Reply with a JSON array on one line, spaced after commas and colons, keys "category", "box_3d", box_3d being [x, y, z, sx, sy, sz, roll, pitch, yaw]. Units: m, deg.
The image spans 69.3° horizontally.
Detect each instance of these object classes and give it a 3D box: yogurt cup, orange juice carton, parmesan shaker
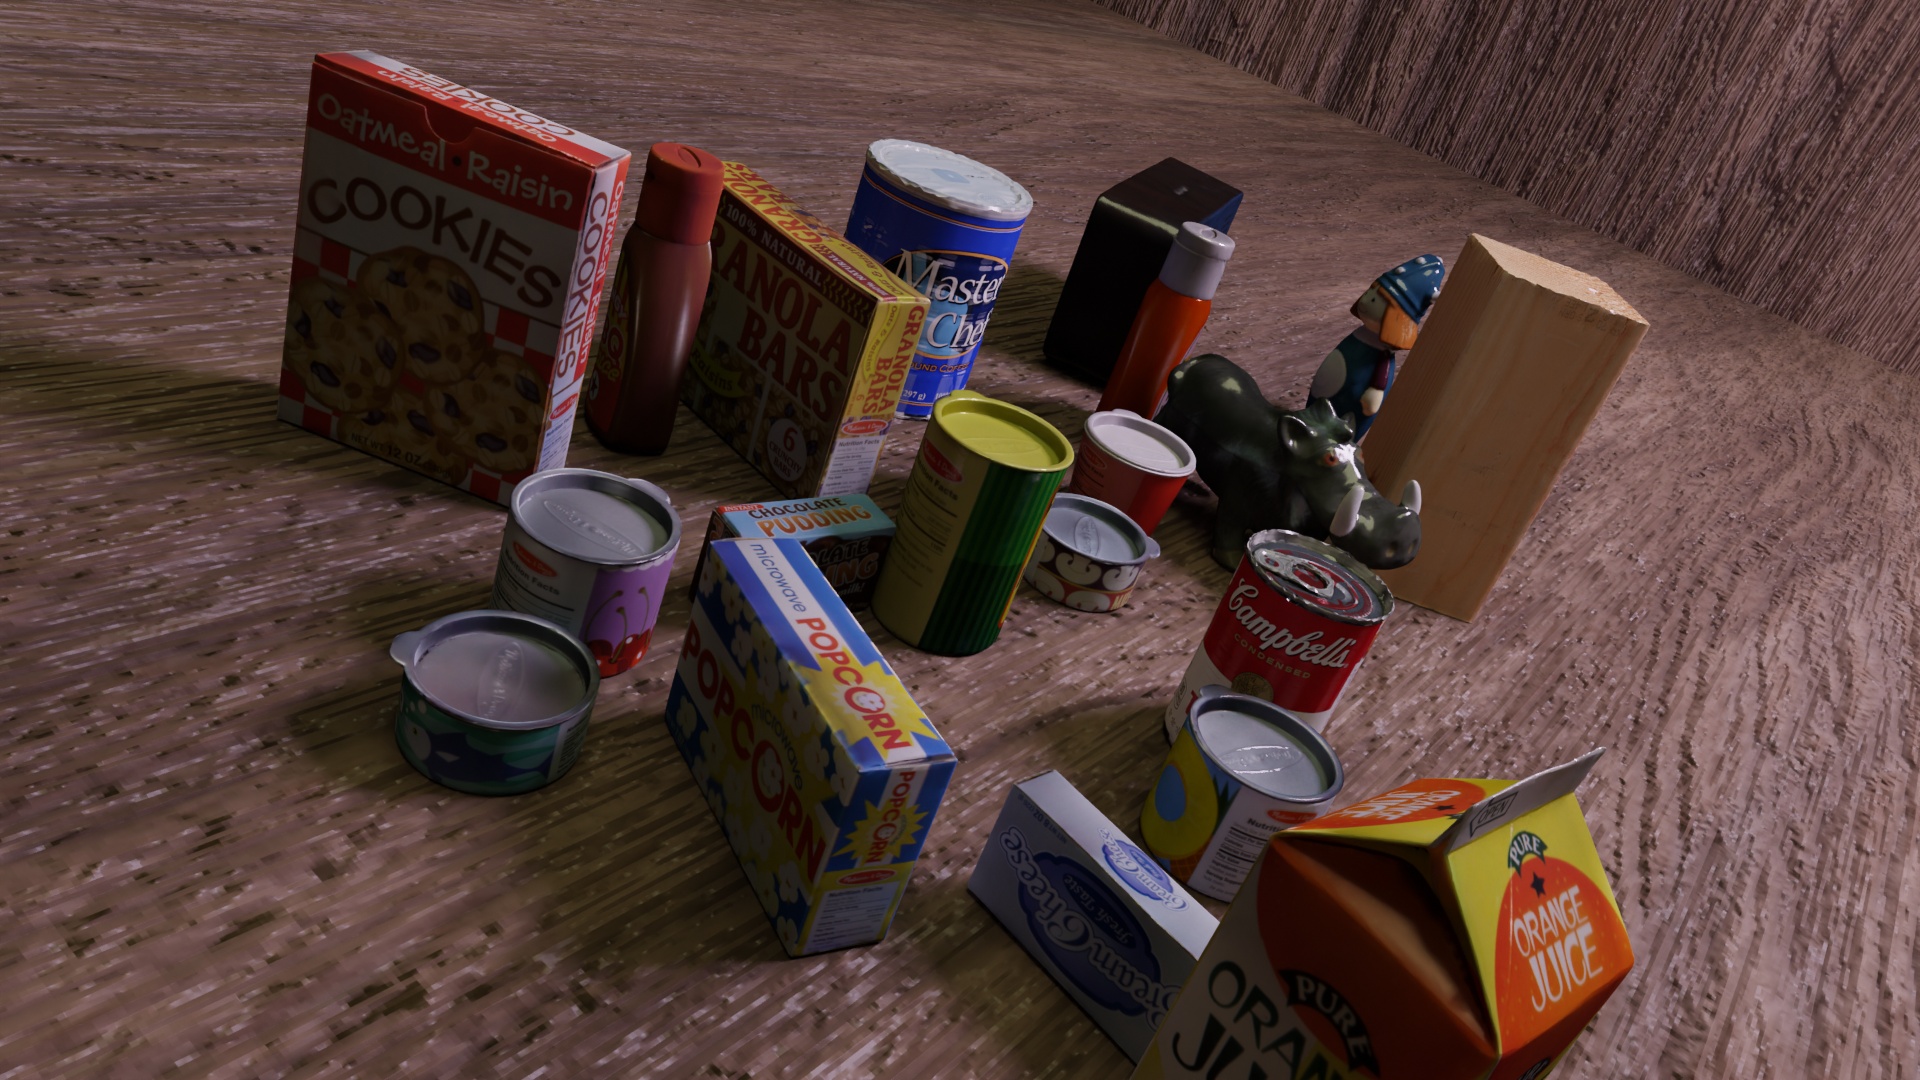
[{"category": "yogurt cup", "box_3d": [0.095, -0.036, 0.806, 0.072, 0.053, 0.073, 16, 28, -9]}, {"category": "orange juice carton", "box_3d": [0.106, 0.133, 0.368, 0.072, 0.191, 0.073, -6, 38, -41]}, {"category": "parmesan shaker", "box_3d": [0.002, -0.008, 0.642, 0.071, 0.102, 0.071, 16, 28, -9]}]

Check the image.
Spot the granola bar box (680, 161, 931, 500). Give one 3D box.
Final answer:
[{"category": "granola bar box", "box_3d": [-0.098, -0.109, 0.730, 0.039, 0.123, 0.166, -10, 41, -45]}]

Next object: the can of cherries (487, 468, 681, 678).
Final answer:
[{"category": "can of cherries", "box_3d": [-0.148, 0.012, 0.553, 0.071, 0.058, 0.072, 16, 28, -9]}]

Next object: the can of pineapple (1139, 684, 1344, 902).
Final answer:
[{"category": "can of pineapple", "box_3d": [0.113, 0.103, 0.568, 0.071, 0.057, 0.071, 16, 28, -9]}]

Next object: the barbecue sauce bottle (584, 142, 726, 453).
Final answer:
[{"category": "barbecue sauce bottle", "box_3d": [-0.151, -0.120, 0.690, 0.044, 0.147, 0.065, 4, 32, -29]}]

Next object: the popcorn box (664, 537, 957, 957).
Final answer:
[{"category": "popcorn box", "box_3d": [-0.058, 0.068, 0.487, 0.038, 0.084, 0.127, -1, 35, -36]}]

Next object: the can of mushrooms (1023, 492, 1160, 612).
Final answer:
[{"category": "can of mushrooms", "box_3d": [0.067, 0.007, 0.733, 0.071, 0.033, 0.071, 16, 28, -9]}]

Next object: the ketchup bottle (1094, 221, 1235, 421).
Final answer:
[{"category": "ketchup bottle", "box_3d": [0.130, -0.130, 0.894, 0.043, 0.148, 0.065, 24, 28, 7]}]

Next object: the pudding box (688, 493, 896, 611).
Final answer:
[{"category": "pudding box", "box_3d": [-0.074, 0.008, 0.619, 0.084, 0.049, 0.030, -6, 38, -41]}]

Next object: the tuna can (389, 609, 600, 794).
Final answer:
[{"category": "tuna can", "box_3d": [-0.166, 0.056, 0.491, 0.071, 0.032, 0.071, 16, 28, -9]}]

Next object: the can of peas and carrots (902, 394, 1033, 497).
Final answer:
[{"category": "can of peas and carrots", "box_3d": [0.009, -0.039, 0.748, 0.071, 0.058, 0.071, 16, 28, -9]}]

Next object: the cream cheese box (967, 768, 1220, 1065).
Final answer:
[{"category": "cream cheese box", "box_3d": [0.051, 0.133, 0.479, 0.024, 0.053, 0.104, -11, 41, -45]}]

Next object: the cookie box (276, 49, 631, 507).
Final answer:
[{"category": "cookie box", "box_3d": [-0.222, -0.109, 0.601, 0.123, 0.166, 0.040, 21, 28, 1]}]
